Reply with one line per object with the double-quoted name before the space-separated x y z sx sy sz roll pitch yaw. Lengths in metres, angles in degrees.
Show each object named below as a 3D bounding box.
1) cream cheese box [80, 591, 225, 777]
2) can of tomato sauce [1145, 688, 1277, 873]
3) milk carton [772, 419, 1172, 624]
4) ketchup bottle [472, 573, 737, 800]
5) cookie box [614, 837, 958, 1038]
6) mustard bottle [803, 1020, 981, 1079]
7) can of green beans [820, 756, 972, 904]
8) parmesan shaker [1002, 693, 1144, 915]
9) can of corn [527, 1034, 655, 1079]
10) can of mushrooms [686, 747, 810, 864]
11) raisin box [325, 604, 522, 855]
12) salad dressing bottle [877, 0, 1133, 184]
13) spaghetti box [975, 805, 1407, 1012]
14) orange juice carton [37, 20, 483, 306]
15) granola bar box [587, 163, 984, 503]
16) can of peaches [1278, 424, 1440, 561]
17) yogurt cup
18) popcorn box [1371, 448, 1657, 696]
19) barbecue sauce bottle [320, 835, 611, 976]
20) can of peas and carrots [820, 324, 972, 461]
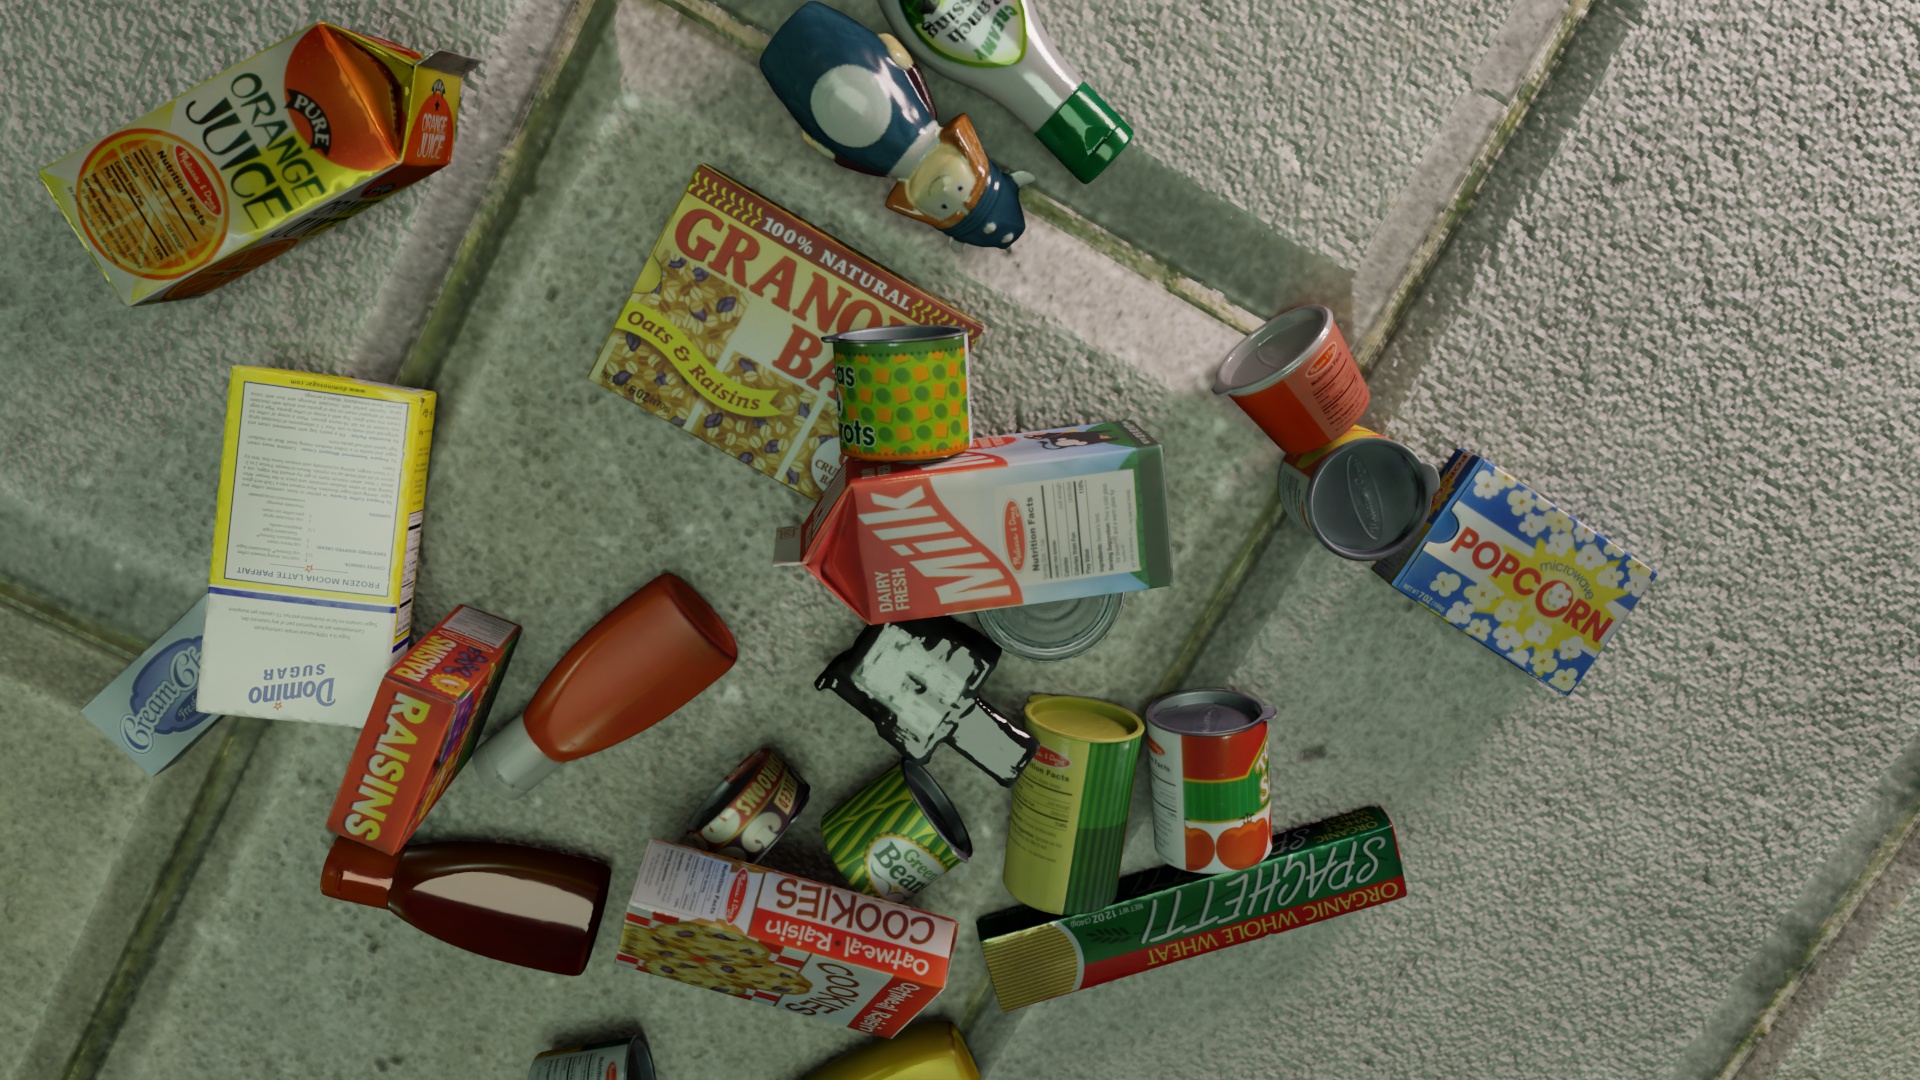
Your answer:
"cream cheese box" -0.414 0.074 0.748 0.103 0.024 0.053 -41 100 6
"can of tomato sauce" 0.141 0.133 0.772 0.071 0.071 0.083 -6 104 -2
"milk carton" 0.002 -0.009 0.691 0.191 0.072 0.073 -7 105 -4
"ketchup bottle" -0.196 0.084 0.752 0.149 0.044 0.064 -37 114 6
"cookie box" -0.097 0.219 0.756 0.167 0.040 0.122 17 146 -7
"mustard bottle" -0.068 0.337 0.816 0.160 0.049 0.065 -22 103 3
"can of green beans" -0.035 0.163 0.769 0.058 0.071 0.071 -37 102 6
"parmesan shaker" 0.060 0.145 0.773 0.071 0.071 0.102 6 103 -5
"can of corn" -0.210 0.324 0.797 0.058 0.071 0.071 -9 103 0
"can of mushrooms" -0.115 0.147 0.759 0.071 0.071 0.033 -43 100 7
"raisin box" -0.270 0.093 0.710 0.040 0.123 0.086 24 100 -8
"salad dressing bottle" 0.023 -0.242 0.692 0.147 0.044 0.064 42 96 -11
"spaghetti box" 0.135 0.214 0.810 0.250 0.029 0.050 -16 104 1
"orange juice carton" -0.323 -0.189 0.669 0.193 0.072 0.073 -27 103 3
"granola bar box" -0.089 -0.099 0.720 0.165 0.039 0.124 29 99 -9
"can of peaches" 0.212 -0.028 0.744 0.071 0.058 0.071 -1 102 -3
"yogurt cup" 0.177 -0.082 0.728 0.072 0.072 0.054 -39 110 6
"popcorn box" 0.307 0.018 0.770 0.126 0.038 0.085 31 101 -10
"barbecue sauce bottle" -0.275 0.196 0.774 0.148 0.044 0.064 14 102 -6
"can of peas and carrots" -0.030 -0.072 0.674 0.071 0.071 0.058 -4 104 -2
